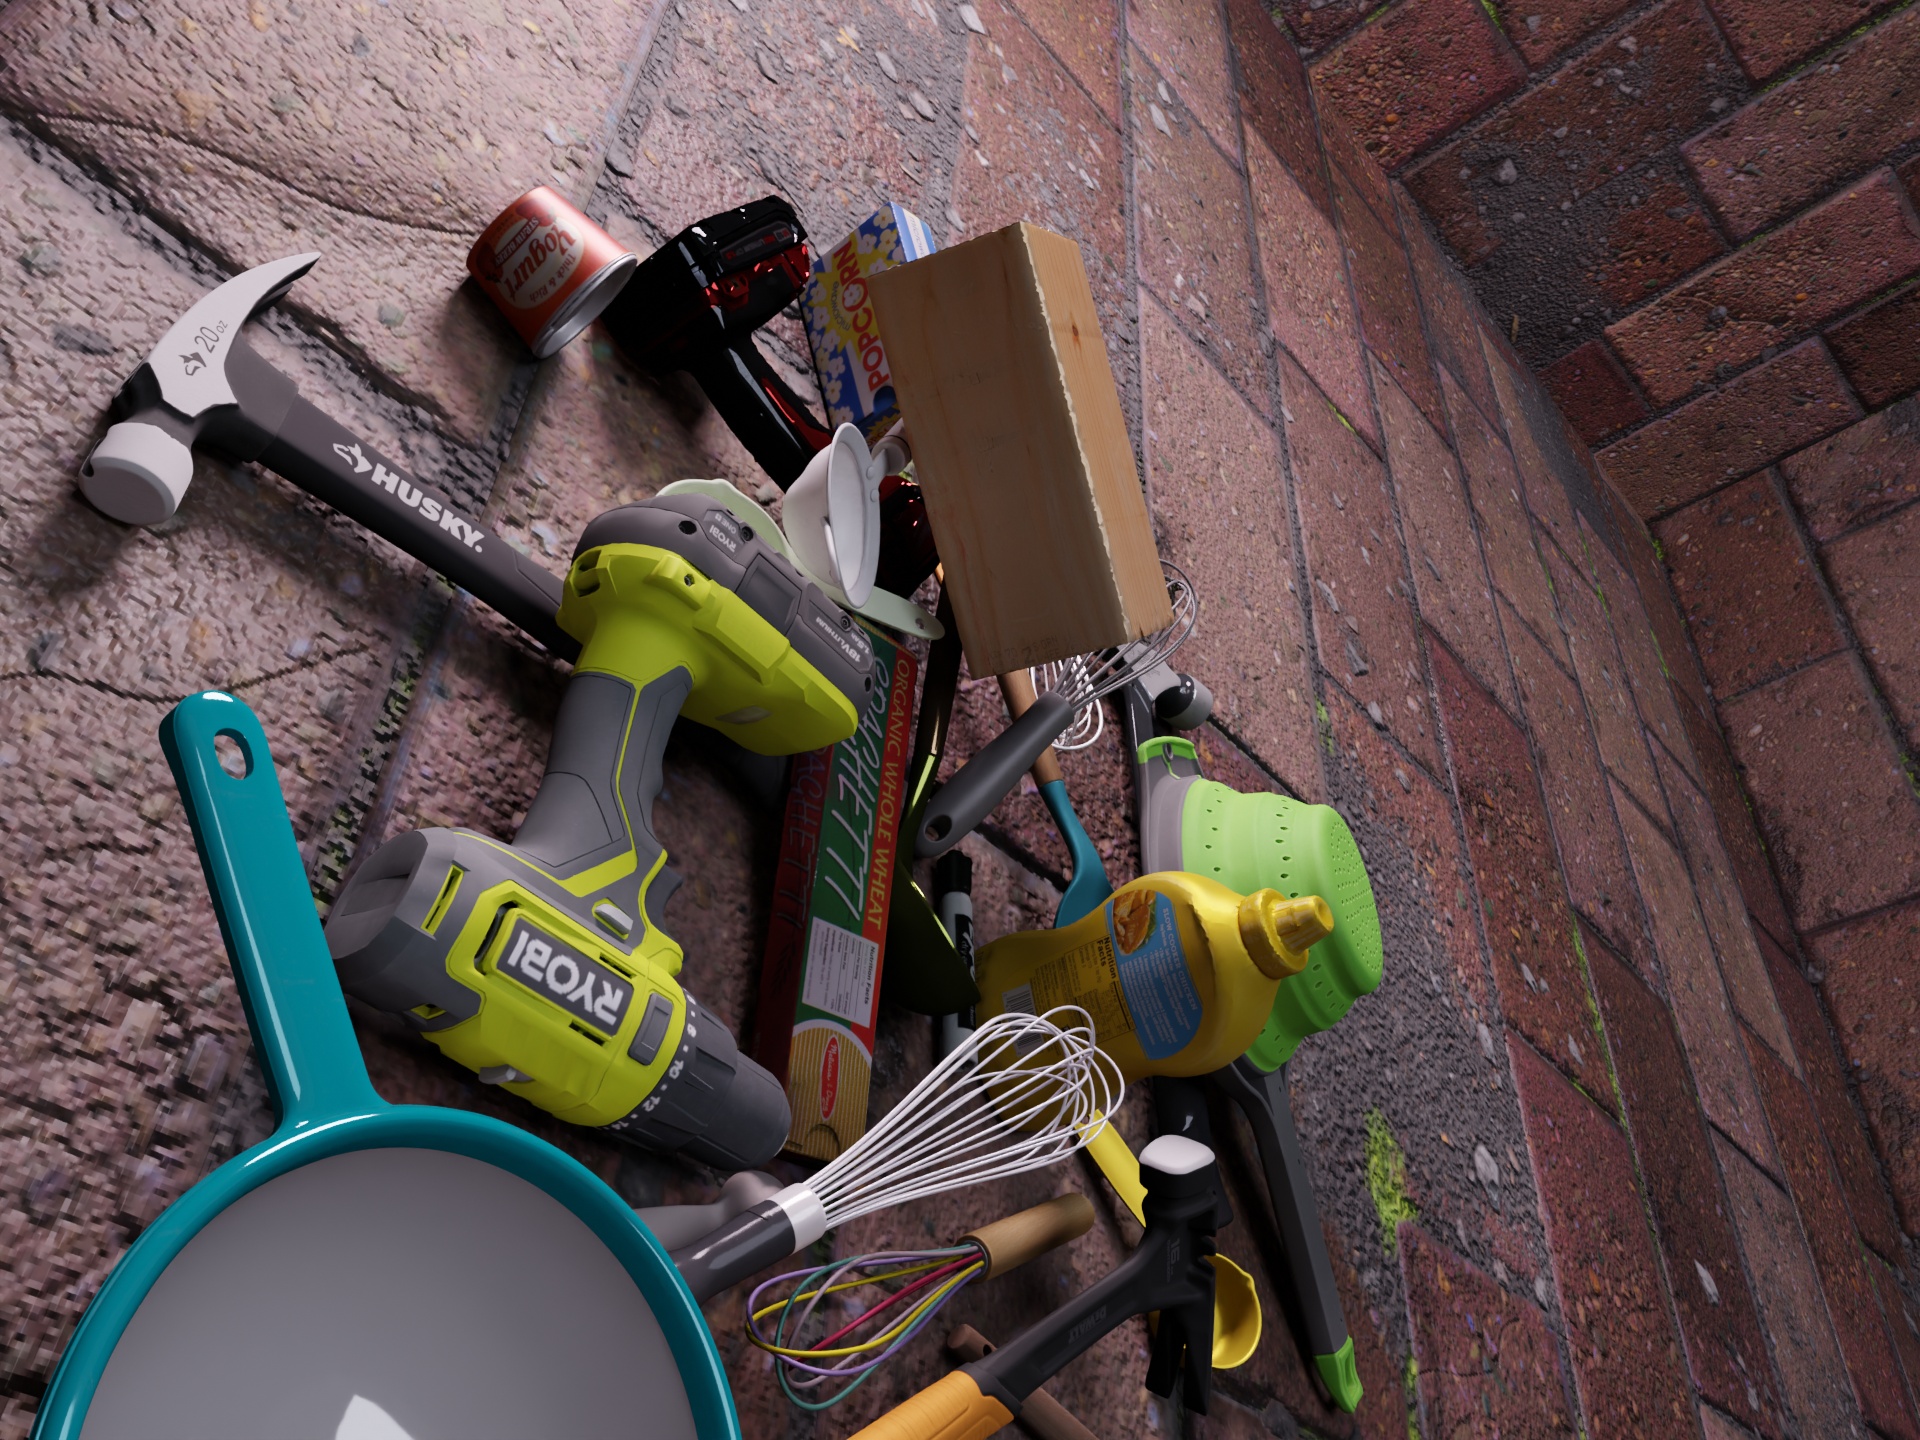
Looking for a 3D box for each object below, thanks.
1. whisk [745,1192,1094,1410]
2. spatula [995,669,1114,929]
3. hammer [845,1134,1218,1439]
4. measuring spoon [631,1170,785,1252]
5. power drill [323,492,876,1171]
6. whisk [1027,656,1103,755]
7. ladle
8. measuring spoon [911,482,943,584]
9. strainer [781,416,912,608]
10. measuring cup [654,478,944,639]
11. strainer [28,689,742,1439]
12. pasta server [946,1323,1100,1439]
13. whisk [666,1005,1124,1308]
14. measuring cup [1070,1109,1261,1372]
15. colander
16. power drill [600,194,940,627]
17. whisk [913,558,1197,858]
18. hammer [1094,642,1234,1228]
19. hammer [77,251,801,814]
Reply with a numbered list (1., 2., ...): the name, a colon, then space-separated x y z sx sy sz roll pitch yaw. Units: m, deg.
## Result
1. whisk: -0.004 0.239 0.683 0.244 0.047 0.051 5 60 -57
2. spatula: 0.033 0.017 0.903 0.082 0.044 0.318 4 63 -52
3. hammer: -0.006 0.274 0.607 0.336 0.034 0.127 -12 106 -46
4. measuring spoon: -0.106 0.190 0.597 0.124 0.018 0.034 9 58 -51
5. power drill: -0.114 0.046 0.617 0.190 0.080 0.229 42 51 -33
6. whisk: 0.049 -0.077 1.008 0.059 0.057 0.247 7 49 -16
7. ladle: -0.001 -0.003 0.812 0.078 0.062 0.320 74 22 -56
8. measuring spoon: -0.007 -0.095 0.972 0.021 0.011 0.117 -17 79 -58
9. strainer: -0.040 -0.129 0.803 0.258 0.050 0.086 -59 147 -55
10. measuring cup: -0.085 -0.061 0.780 0.167 0.038 0.083 19 49 -31
11. strainer: -0.185 0.161 0.438 0.211 0.095 0.340 1 62 -58
12. pasta server: 0.104 0.374 0.733 0.316 0.040 0.060 48 35 -18
13. whisk: -0.041 0.180 0.623 0.284 0.070 0.070 -18 80 -41
14. measuring cup: 0.095 0.264 0.824 0.062 0.029 0.157 -22 70 -39
15. colander: 0.206 0.191 0.916 0.204 0.094 0.397 1 74 -66
16. power drill: -0.084 -0.162 0.859 0.219 0.078 0.143 57 33 -12
17. whisk: 0.051 -0.009 0.871 0.239 0.055 0.055 -45 105 -26
18. hammer: 0.120 0.111 0.968 0.149 0.036 0.409 32 42 -37
19. hammer: -0.182 -0.057 0.671 0.334 0.035 0.146 37 39 -34
